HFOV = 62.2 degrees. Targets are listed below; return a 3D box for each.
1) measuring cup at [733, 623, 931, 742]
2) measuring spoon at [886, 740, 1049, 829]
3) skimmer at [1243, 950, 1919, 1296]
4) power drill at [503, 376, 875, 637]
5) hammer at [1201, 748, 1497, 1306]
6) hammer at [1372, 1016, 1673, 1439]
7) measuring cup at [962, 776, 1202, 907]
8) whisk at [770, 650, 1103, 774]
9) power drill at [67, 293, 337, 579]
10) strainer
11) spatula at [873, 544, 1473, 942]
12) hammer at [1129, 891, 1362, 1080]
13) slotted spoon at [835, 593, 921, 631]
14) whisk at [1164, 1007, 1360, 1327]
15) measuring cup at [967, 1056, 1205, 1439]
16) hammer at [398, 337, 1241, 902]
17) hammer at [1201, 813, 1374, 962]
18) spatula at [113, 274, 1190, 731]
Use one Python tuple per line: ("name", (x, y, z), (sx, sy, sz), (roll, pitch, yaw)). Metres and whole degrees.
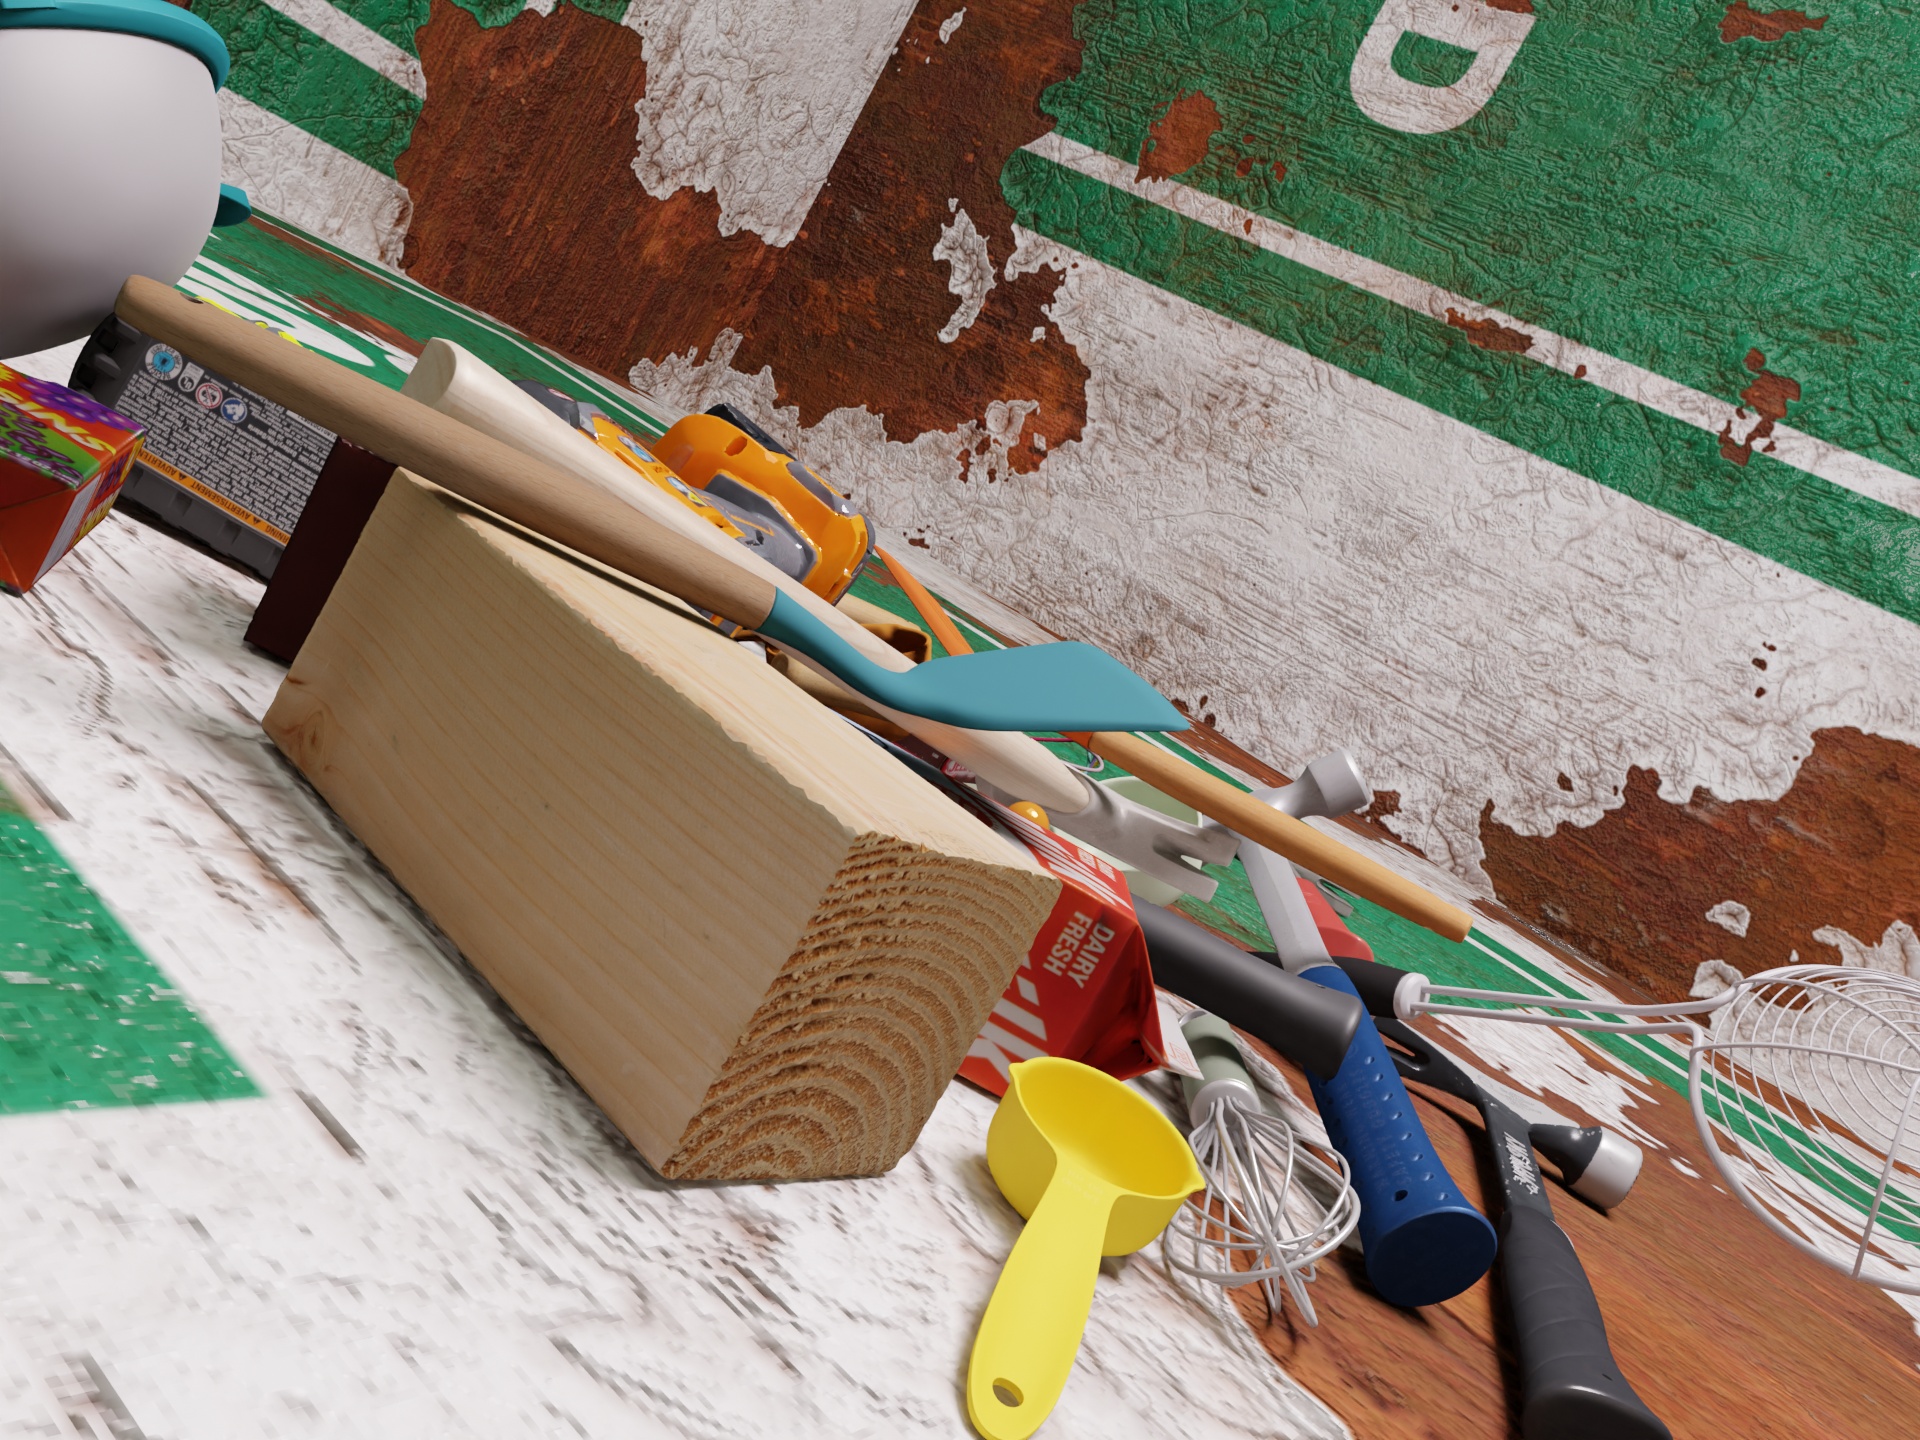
("measuring cup", (-0.095, -0.021, 0.861), (0.174, 0.052, 0.095), (5, 17, 29))
("measuring spoon", (-0.008, 0.020, 0.656), (0.117, 0.011, 0.021), (27, 5, 38))
("skimmer", (0.252, 0.146, 0.673), (0.363, 0.127, 0.090), (-4, -57, 55))
("power drill", (-0.138, -0.104, 0.753), (0.164, 0.084, 0.226), (40, 13, 5))
("hammer", (0.150, 0.115, 0.702), (0.035, 0.144, 0.406), (63, 9, -15))
("hammer", (0.227, 0.199, 0.642), (0.149, 0.036, 0.409), (30, 8, 13))
("measuring cup", (0.045, 0.060, 0.822), (0.168, 0.038, 0.083), (8, 38, 29))
("whisk", (0.000, -0.004, 0.812), (0.047, 0.051, 0.244), (-17, -22, 38))
("power drill", (-0.276, -0.116, 0.703), (0.171, 0.080, 0.223), (32, 4, -11))
("strainer", (-0.364, -0.197, 0.649), (0.340, 0.211, 0.095), (-86, 159, -80))
("spatula", (0.088, 0.010, 0.734), (0.323, 0.041, 0.081), (29, -4, 22))
("hammer", (0.005, 0.053, 0.641), (0.335, 0.035, 0.146), (25, 5, 28))
("slotted spoon", (-0.143, -0.098, 0.961), (0.313, 0.031, 0.070), (20, 8, -40))
("whisk", (0.092, 0.137, 0.540), (0.059, 0.058, 0.246), (64, 5, -1))
("measuring cup", (0.021, 0.133, 0.392), (0.062, 0.029, 0.156), (30, 19, 7))
("hammer", (-0.038, -0.023, 0.621), (0.146, 0.038, 0.410), (24, -6, 42))
("hammer", (0.257, 0.135, 1.156), (0.149, 0.036, 0.359), (29, 7, -1))
("spatula", (-0.075, -0.054, 0.463), (0.317, 0.044, 0.082), (25, 12, -28))
